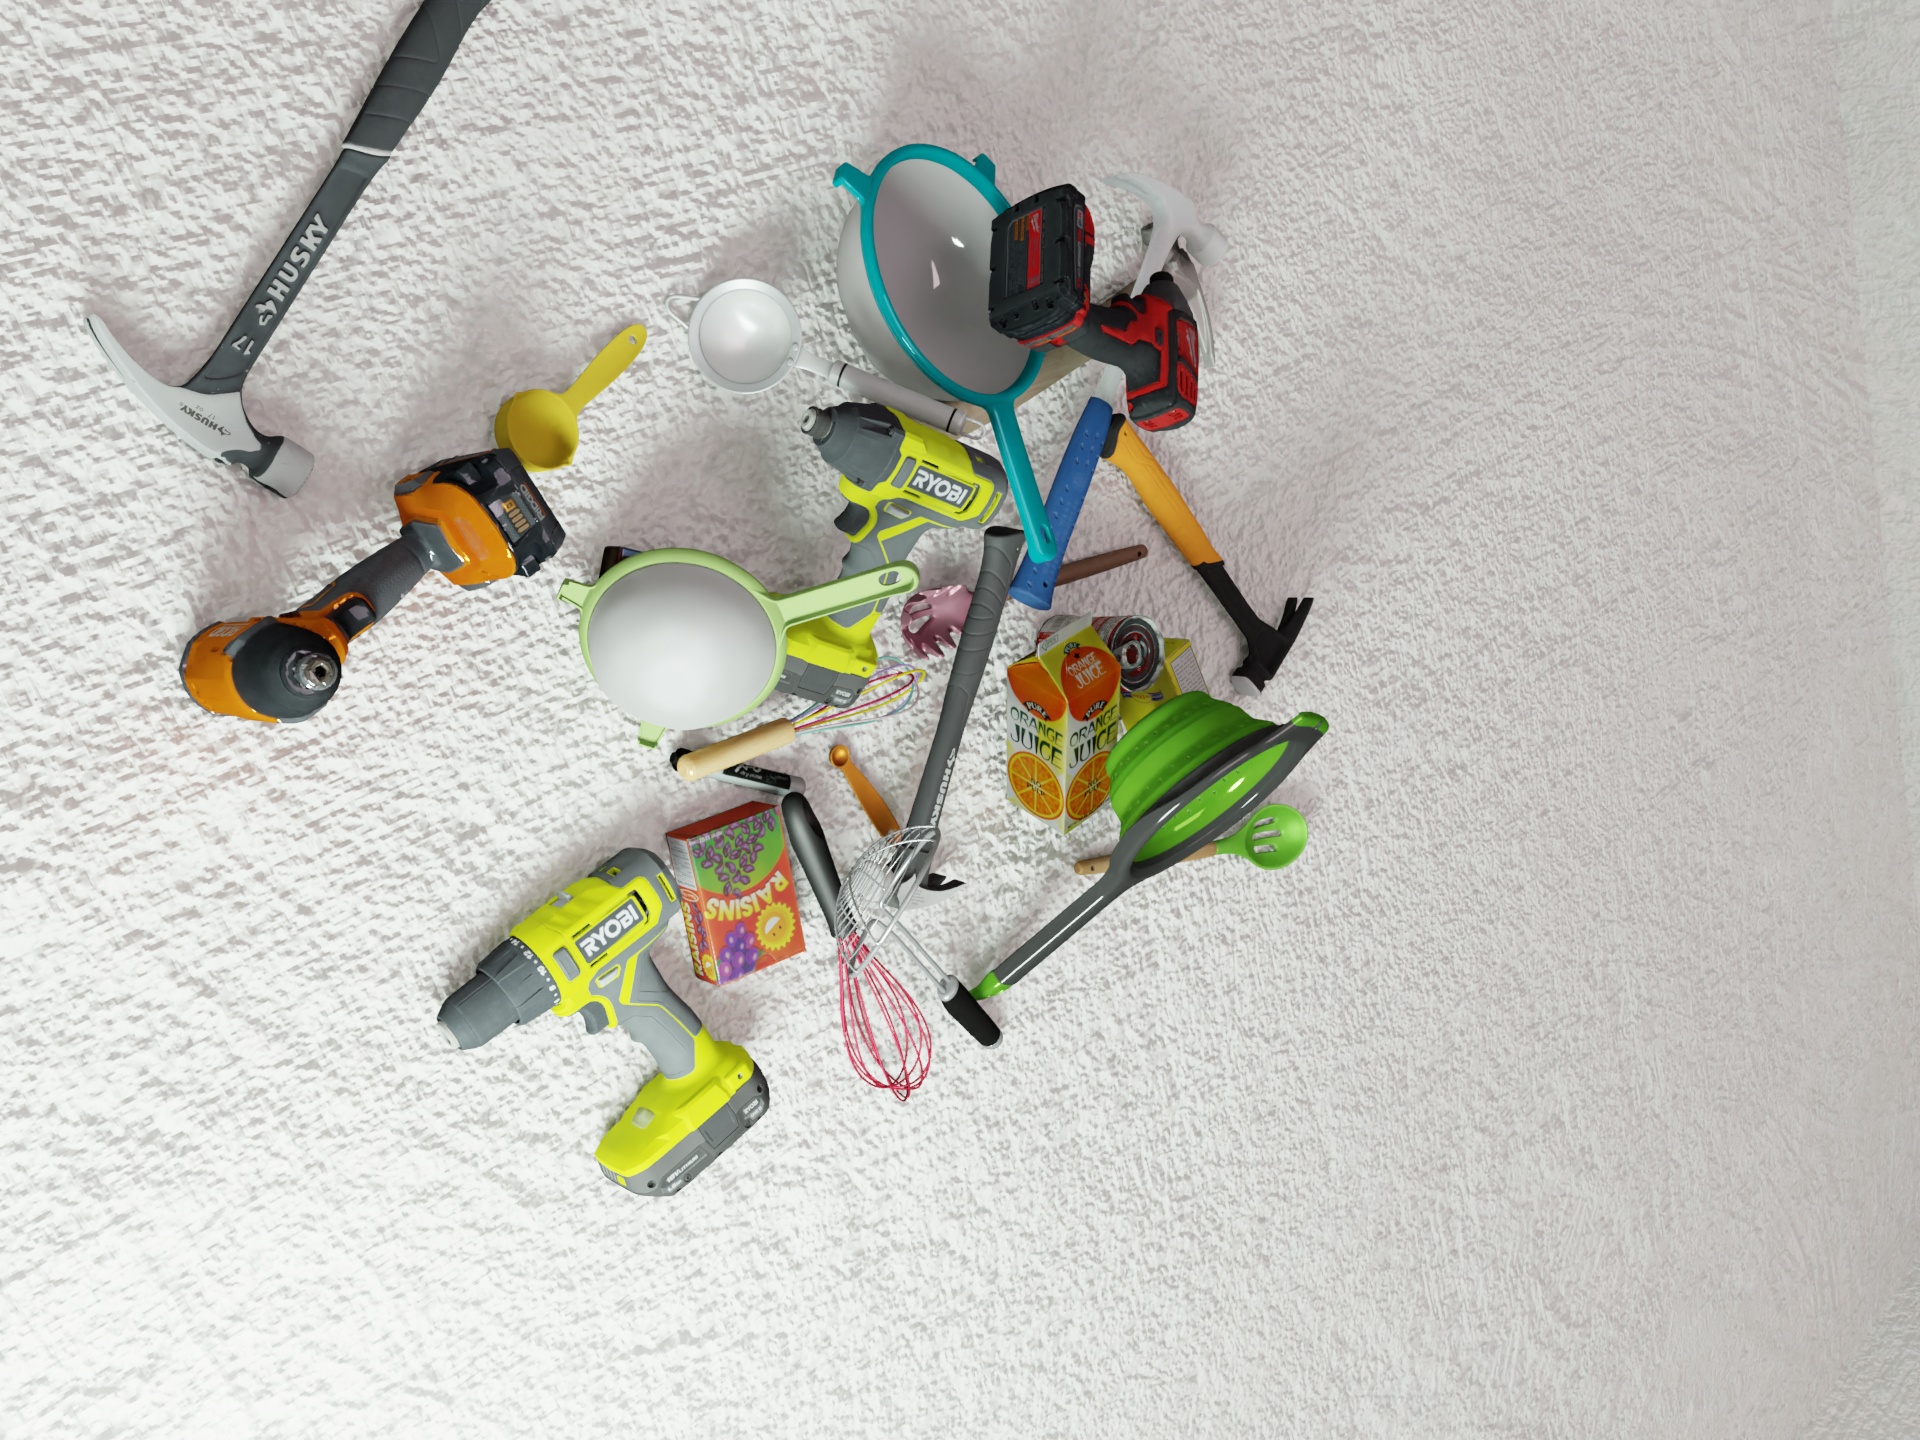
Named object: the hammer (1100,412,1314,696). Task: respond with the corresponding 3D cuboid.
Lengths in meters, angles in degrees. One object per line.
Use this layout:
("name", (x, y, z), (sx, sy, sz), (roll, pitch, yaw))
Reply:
("hammer", (0.235, -0.176, 1.559), (0.336, 0.034, 0.127), (48, 66, -32))

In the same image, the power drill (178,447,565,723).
("power drill", (-0.362, -0.079, 0.992), (0.226, 0.164, 0.084), (-45, 119, -30))

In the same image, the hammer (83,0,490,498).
("hammer", (-0.396, -0.353, 1.021), (0.149, 0.036, 0.409), (35, 72, -35))

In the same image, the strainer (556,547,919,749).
("strainer", (-0.151, -0.057, 1.124), (0.069, 0.256, 0.151), (-90, 162, -56))

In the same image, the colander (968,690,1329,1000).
("colander", (0.134, 0.094, 1.384), (0.397, 0.095, 0.204), (-42, 160, 15))

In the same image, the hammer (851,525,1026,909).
("hammer", (-0.002, -0.004, 1.332), (0.146, 0.035, 0.335), (24, 81, -62))

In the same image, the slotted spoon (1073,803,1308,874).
("slotted spoon", (0.233, 0.129, 1.592), (0.313, 0.031, 0.070), (-5, 97, -37))

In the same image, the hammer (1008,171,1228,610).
("hammer", (0.124, -0.292, 1.406), (0.144, 0.035, 0.405), (29, 77, -37))

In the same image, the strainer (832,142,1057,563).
("strainer", (-0.010, -0.283, 1.284), (0.211, 0.095, 0.340), (-27, 101, -48))

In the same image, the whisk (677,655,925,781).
("whisk", (-0.120, -0.002, 1.265), (0.245, 0.047, 0.051), (-23, 101, -39))

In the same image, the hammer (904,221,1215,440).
("hammer", (0.081, -0.309, 1.419), (0.410, 0.038, 0.146), (-36, 117, -31))

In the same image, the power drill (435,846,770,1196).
("power drill", (-0.256, 0.233, 1.165), (0.190, 0.080, 0.228), (-39, 114, -31))

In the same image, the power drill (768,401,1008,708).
("power drill", (-0.088, -0.129, 1.196), (0.171, 0.080, 0.223), (17, 117, -38))

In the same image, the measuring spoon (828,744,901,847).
("measuring spoon", (-0.080, 0.065, 1.338), (0.021, 0.011, 0.116), (-49, 125, -26))

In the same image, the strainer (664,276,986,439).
("strainer", (-0.100, -0.264, 1.204), (0.258, 0.050, 0.087), (23, 95, 3))

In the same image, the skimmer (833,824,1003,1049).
("skimmer", (-0.008, 0.202, 1.283), (0.127, 0.090, 0.362), (-61, 147, -21))

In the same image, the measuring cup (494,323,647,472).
("measuring cup", (-0.277, -0.236, 1.142), (0.062, 0.029, 0.157), (55, 49, -29))

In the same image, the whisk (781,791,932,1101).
("whisk", (-0.088, 0.188, 1.295), (0.073, 0.073, 0.295), (-33, 115, -33))

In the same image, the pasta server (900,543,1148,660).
("pasta server", (0.063, -0.118, 1.420), (0.316, 0.040, 0.060), (-20, 118, -38))

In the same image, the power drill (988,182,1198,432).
("power drill", (0.122, -0.342, 1.318), (0.219, 0.078, 0.143), (21, 65, -45))
